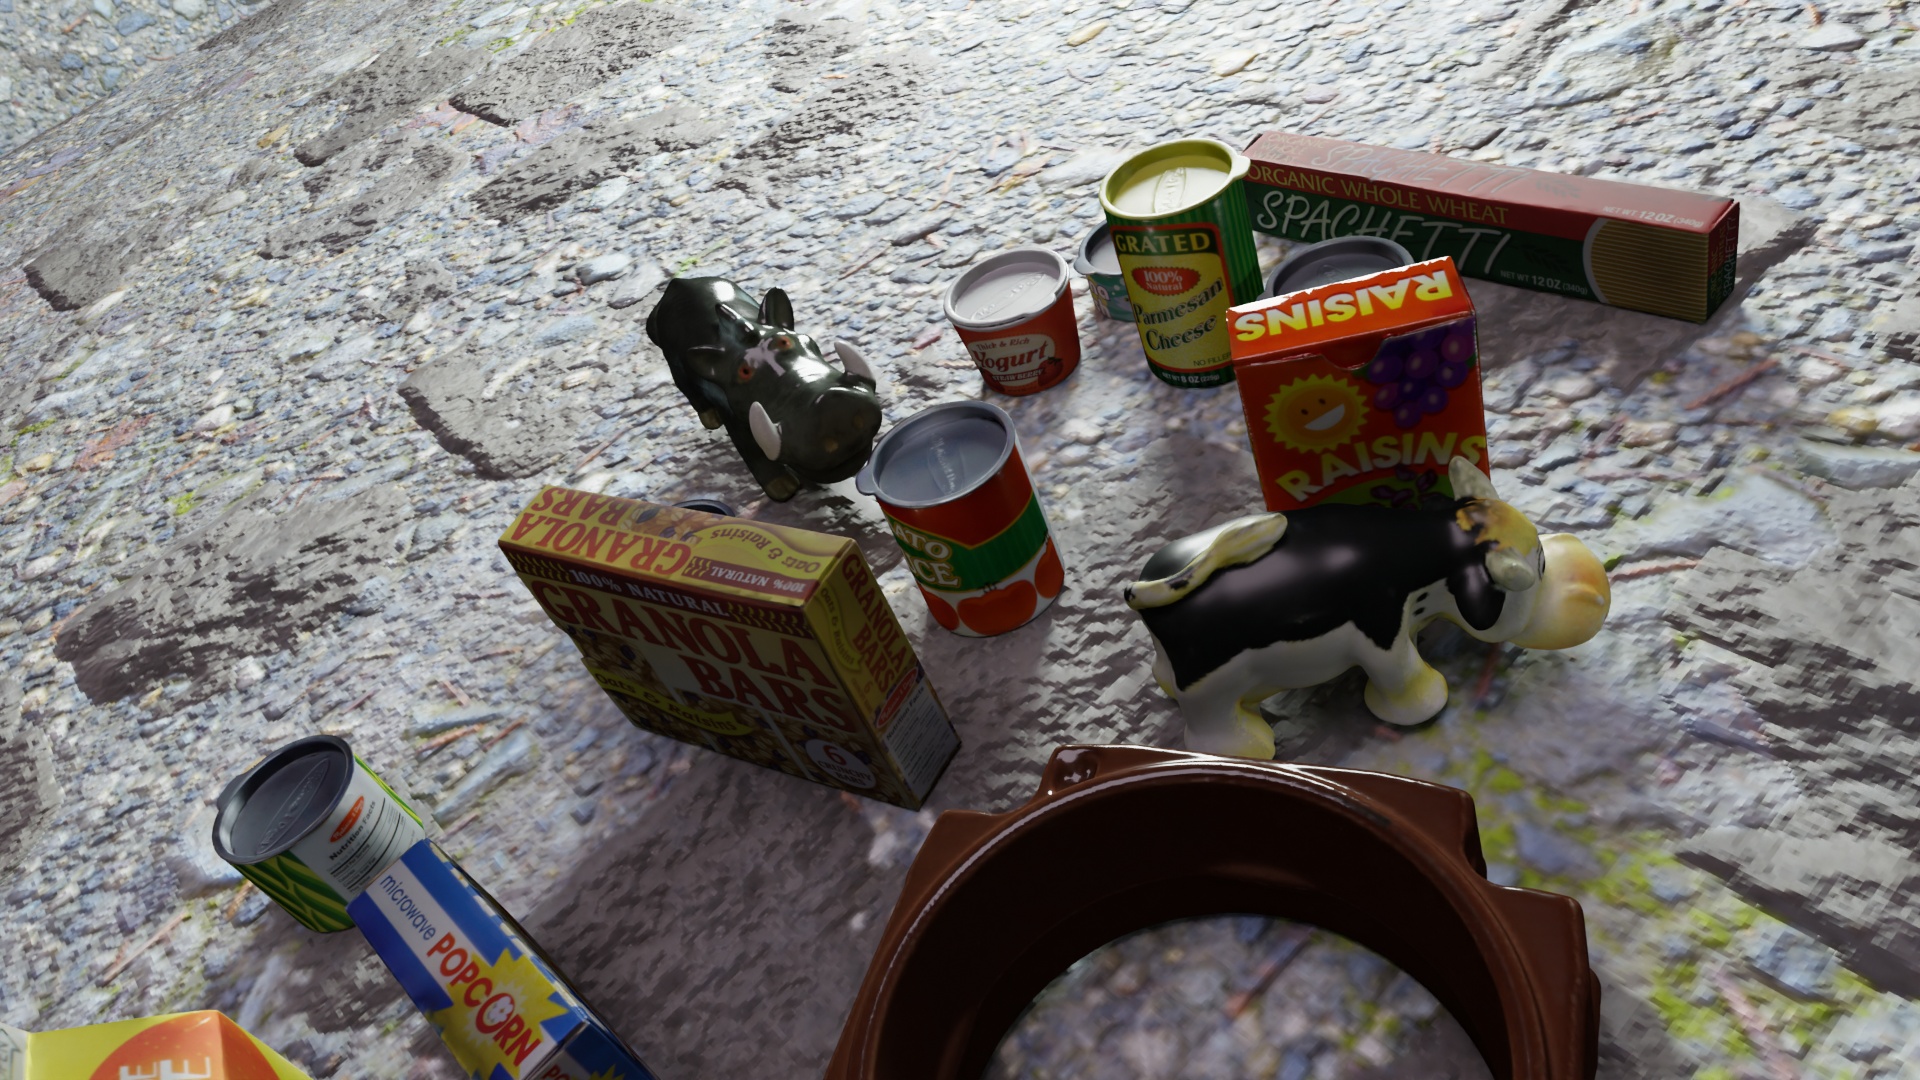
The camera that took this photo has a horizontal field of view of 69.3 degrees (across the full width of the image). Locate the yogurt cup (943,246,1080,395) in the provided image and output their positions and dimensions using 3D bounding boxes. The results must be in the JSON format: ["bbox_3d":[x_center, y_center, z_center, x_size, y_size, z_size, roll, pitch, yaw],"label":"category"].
[{"bbox_3d":[0.031,-0.113,0.731,0.072,0.053,0.073,-13,41,12],"label":"yogurt cup"}]

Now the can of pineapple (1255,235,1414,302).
[{"bbox_3d":[0.176,-0.098,0.641,0.071,0.057,0.071,-13,41,12],"label":"can of pineapple"}]

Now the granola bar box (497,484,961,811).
[{"bbox_3d":[-0.095,0.043,0.566,0.165,0.123,0.039,9,50,33],"label":"granola bar box"}]

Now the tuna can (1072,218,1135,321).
[{"bbox_3d":[0.098,-0.150,0.755,0.071,0.032,0.071,-13,41,12],"label":"tuna can"}]

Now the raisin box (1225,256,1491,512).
[{"bbox_3d":[0.156,-0.041,0.537,0.086,0.123,0.040,-11,42,15],"label":"raisin box"}]

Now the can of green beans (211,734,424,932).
[{"bbox_3d":[-0.281,0.129,0.611,0.071,0.057,0.071,-13,41,12],"label":"can of green beans"}]

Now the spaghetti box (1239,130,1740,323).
[{"bbox_3d":[0.245,-0.159,0.681,0.250,0.050,0.029,25,60,42],"label":"spaghetti box"}]

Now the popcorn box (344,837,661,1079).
[{"bbox_3d":[-0.154,0.167,0.488,0.038,0.085,0.127,-43,44,-22],"label":"popcorn box"}]

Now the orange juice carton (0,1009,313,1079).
[{"bbox_3d":[-0.203,0.203,0.389,0.073,0.191,0.072,-32,41,-10],"label":"orange juice carton"}]

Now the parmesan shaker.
[{"bbox_3d":[0.114,-0.133,0.674,0.071,0.102,0.072,-14,41,12],"label":"parmesan shaker"}]

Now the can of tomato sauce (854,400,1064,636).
[{"bbox_3d":[0.002,-0.008,0.606,0.071,0.082,0.071,-14,41,12],"label":"can of tomato sauce"}]

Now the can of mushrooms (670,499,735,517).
[{"bbox_3d":[-0.137,0.014,0.687,0.071,0.033,0.071,-13,41,12],"label":"can of mushrooms"}]
